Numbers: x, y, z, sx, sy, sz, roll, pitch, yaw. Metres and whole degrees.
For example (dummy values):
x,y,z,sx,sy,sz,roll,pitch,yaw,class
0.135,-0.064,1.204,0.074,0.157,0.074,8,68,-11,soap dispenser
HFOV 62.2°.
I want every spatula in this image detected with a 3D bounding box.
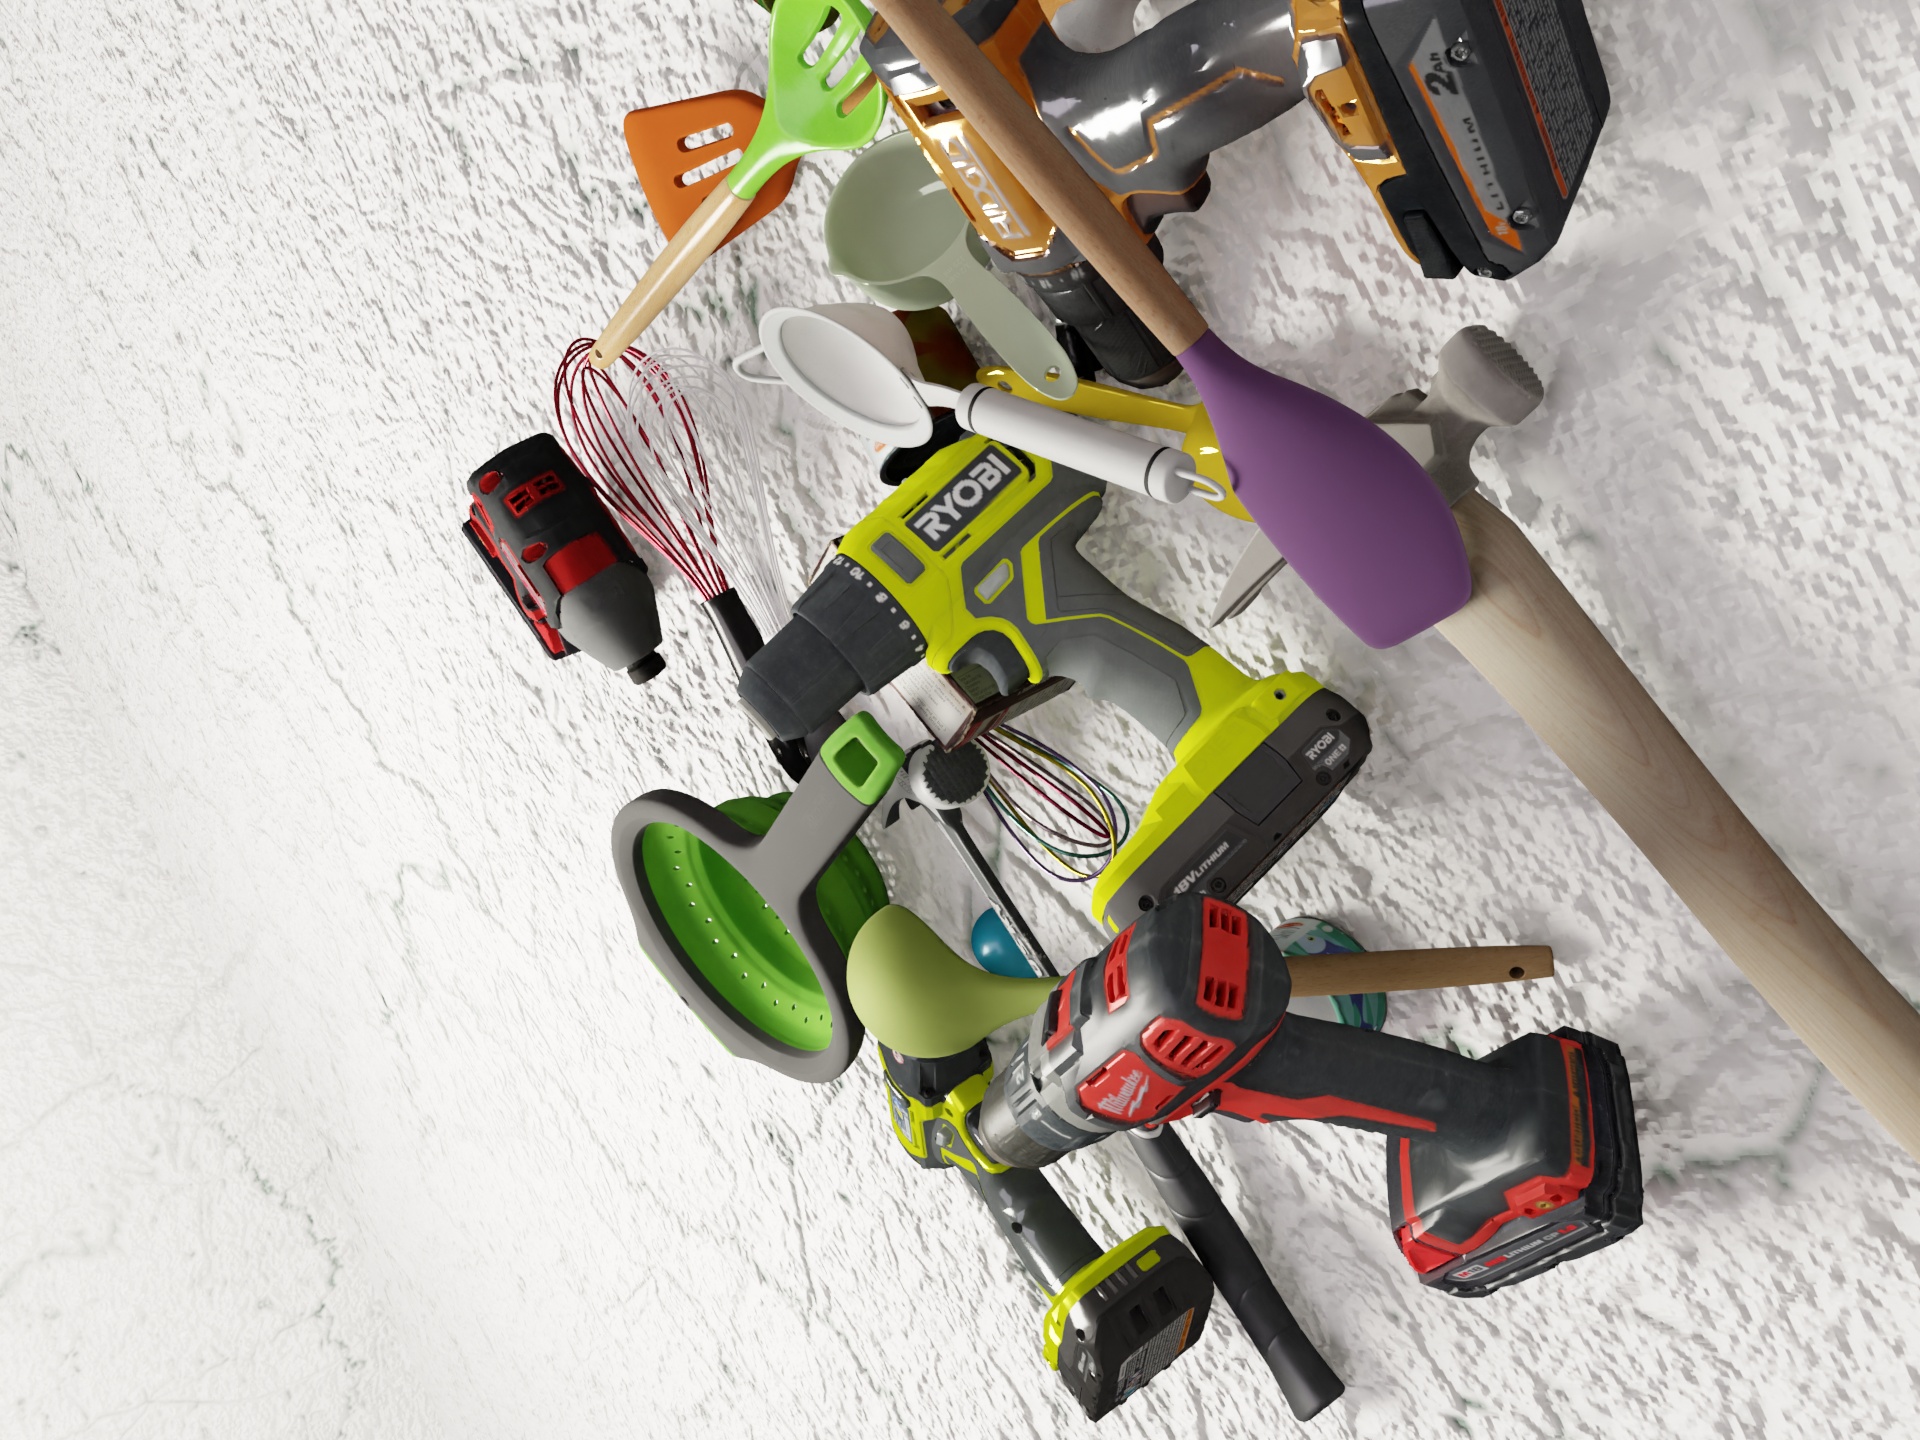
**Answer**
x,y,z,sx,sy,sz,roll,pitch,yaw,class
-0.041,-0.282,0.711,0.323,0.041,0.081,-2,117,48,spatula
0.062,-0.146,0.525,0.315,0.018,0.059,46,129,-12,spatula

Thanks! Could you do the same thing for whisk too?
x,y,z,sx,sy,sz,roll,pitch,yaw,class
-0.001,-0.004,0.826,0.245,0.051,0.047,43,164,32,whisk
-0.113,-0.074,0.899,0.070,0.070,0.284,-2,116,49,whisk
-0.152,-0.092,0.938,0.073,0.073,0.295,-17,103,52,whisk

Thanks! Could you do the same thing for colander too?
x,y,z,sx,sy,sz,roll,pitch,yaw,class
-0.082,0.076,0.897,0.204,0.094,0.397,48,147,6,colander

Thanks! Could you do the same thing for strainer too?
x,y,z,sx,sy,sz,roll,pitch,yaw,class
0.004,-0.127,0.635,0.259,0.050,0.086,28,165,38,strainer

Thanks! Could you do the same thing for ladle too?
x,y,z,sx,sy,sz,roll,pitch,yaw,class
0.093,0.110,0.706,0.320,0.062,0.078,-7,114,22,ladle

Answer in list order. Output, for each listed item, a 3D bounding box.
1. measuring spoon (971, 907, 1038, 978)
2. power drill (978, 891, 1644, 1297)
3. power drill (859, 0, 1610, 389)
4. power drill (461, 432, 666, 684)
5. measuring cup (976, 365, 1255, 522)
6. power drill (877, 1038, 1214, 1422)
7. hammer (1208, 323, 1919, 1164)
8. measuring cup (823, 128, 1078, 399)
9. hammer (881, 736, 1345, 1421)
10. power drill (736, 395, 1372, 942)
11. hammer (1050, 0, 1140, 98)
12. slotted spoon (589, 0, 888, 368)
x,y,z,sx,sy,sz,roll,pitch,yaw,class
0.045,0.162,0.884,0.129,0.021,0.042,54,141,14,measuring spoon
0.129,0.158,0.639,0.226,0.080,0.187,21,140,-13,power drill
0.096,-0.190,0.548,0.226,0.084,0.185,6,150,41,power drill
-0.227,-0.089,0.929,0.143,0.078,0.220,58,168,-13,power drill
0.071,-0.115,0.645,0.156,0.029,0.062,18,157,23,measuring cup
0.034,0.253,0.868,0.223,0.080,0.171,47,157,30,power drill
0.260,0.062,0.548,0.411,0.038,0.146,52,125,11,hammer
0.005,-0.186,0.681,0.083,0.038,0.168,-42,63,10,measuring cup
0.079,0.188,0.822,0.409,0.036,0.149,58,164,-3,hammer
0.036,-0.010,0.671,0.229,0.190,0.080,44,169,16,power drill
-0.059,-0.416,0.603,0.406,0.035,0.144,46,140,14,hammer
-0.119,-0.248,0.773,0.070,0.031,0.314,54,143,-7,slotted spoon
